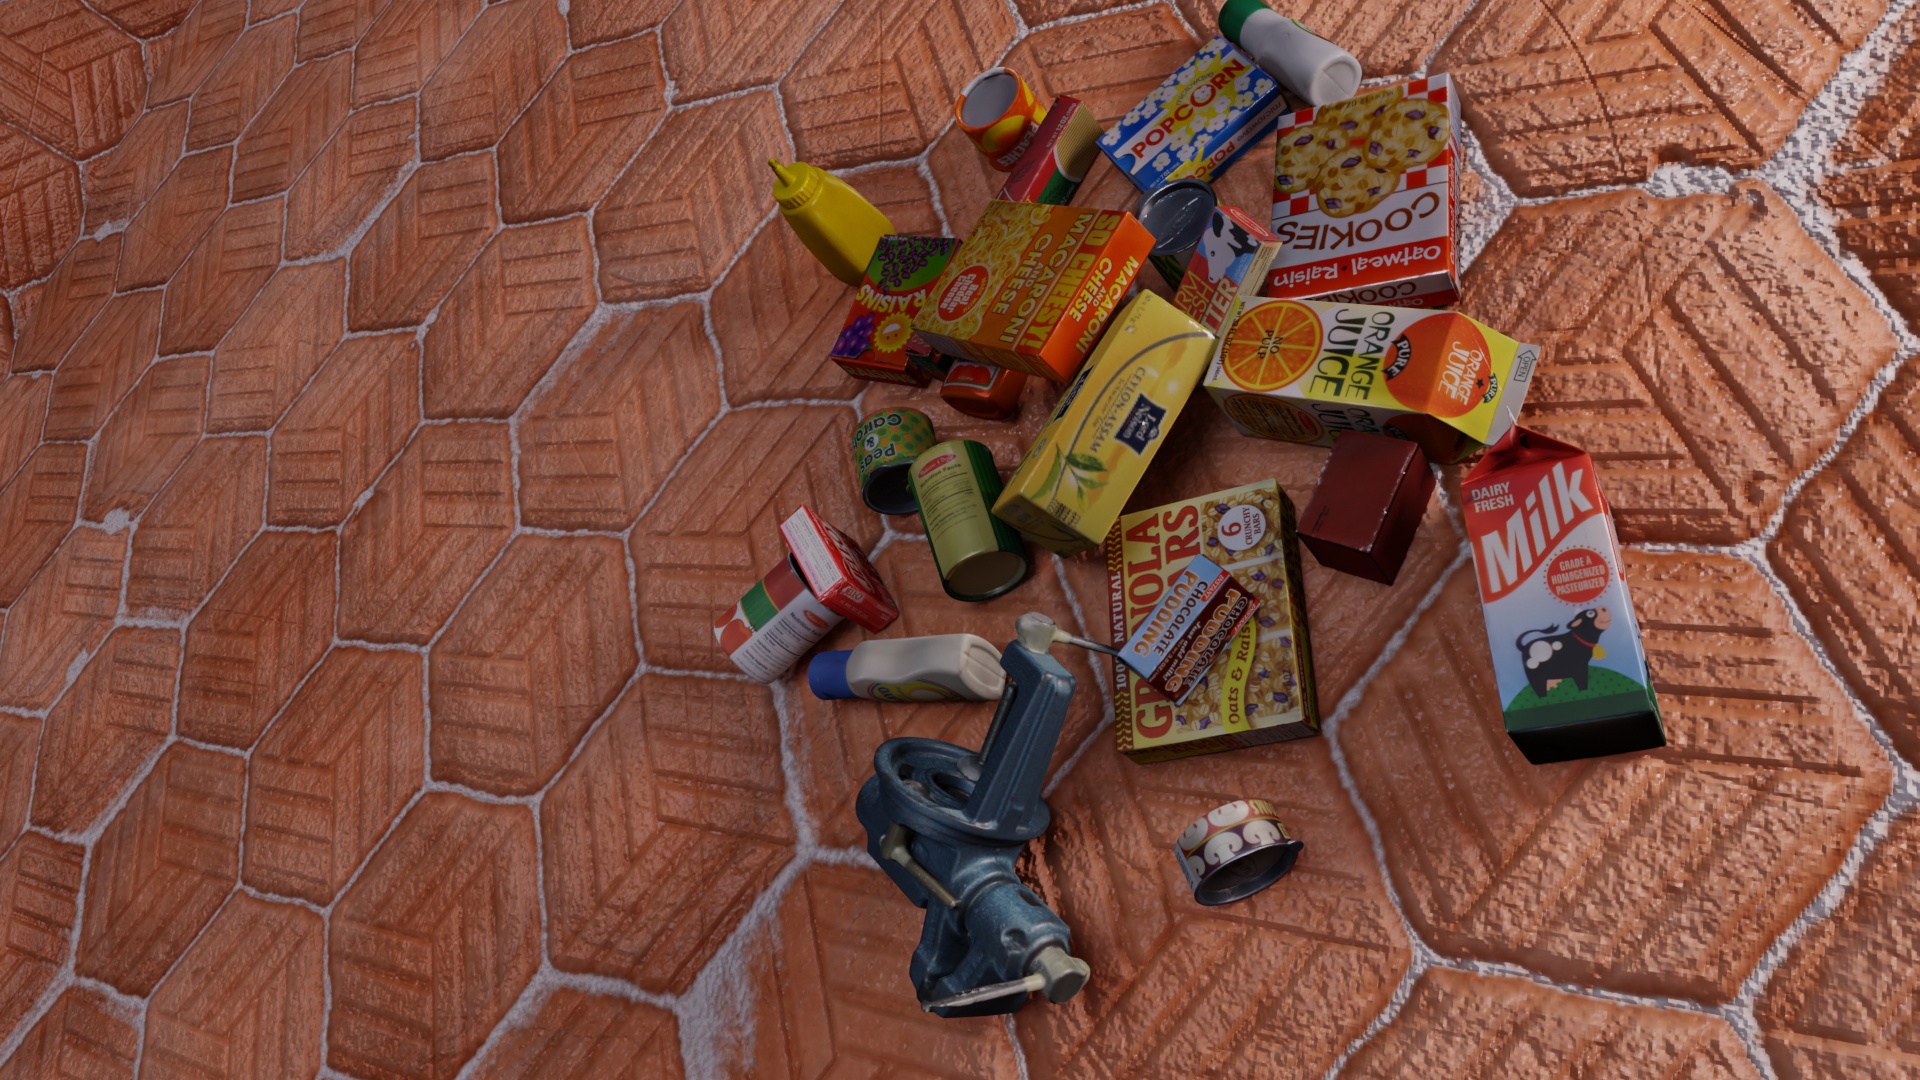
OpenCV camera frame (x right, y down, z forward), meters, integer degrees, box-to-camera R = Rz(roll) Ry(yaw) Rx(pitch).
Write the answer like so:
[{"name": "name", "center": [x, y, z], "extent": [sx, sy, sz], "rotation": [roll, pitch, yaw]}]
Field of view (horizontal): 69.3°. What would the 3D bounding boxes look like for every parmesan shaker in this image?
[{"name": "parmesan shaker", "center": [0.004, -0.013, 1.018], "extent": [0.071, 0.071, 0.103], "rotation": [-30, 54, 17]}]

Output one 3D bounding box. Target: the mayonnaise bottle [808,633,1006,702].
[{"name": "mayonnaise bottle", "center": [-0.043, 0.094, 0.997], "extent": [0.148, 0.064, 0.041], "rotation": [-7, 60, 35]}]

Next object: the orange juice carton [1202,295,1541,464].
[{"name": "orange juice carton", "center": [0.263, -0.102, 0.890], "extent": [0.193, 0.073, 0.072], "rotation": [12, 74, 36]}]

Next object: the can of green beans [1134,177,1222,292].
[{"name": "can of green beans", "center": [0.169, -0.223, 1.024], "extent": [0.071, 0.057, 0.071], "rotation": [-15, 59, 27]}]

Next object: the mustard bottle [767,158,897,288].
[{"name": "mustard bottle", "center": [-0.113, -0.275, 1.170], "extent": [0.049, 0.160, 0.065], "rotation": [4, 68, 36]}]

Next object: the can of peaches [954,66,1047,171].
[{"name": "can of peaches", "center": [0.037, -0.356, 1.180], "extent": [0.071, 0.058, 0.071], "rotation": [-15, 58, 26]}]

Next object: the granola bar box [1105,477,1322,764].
[{"name": "granola bar box", "center": [0.160, 0.053, 0.899], "extent": [0.124, 0.039, 0.166], "rotation": [-15, 59, 27]}]

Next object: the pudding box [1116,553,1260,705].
[{"name": "pudding box", "center": [0.140, 0.055, 0.851], "extent": [0.083, 0.049, 0.030], "rotation": [-51, 48, 1]}]

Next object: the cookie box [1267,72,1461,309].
[{"name": "cookie box", "center": [0.282, -0.233, 0.968], "extent": [0.123, 0.040, 0.168], "rotation": [-6, 62, 31]}]

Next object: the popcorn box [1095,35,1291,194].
[{"name": "popcorn box", "center": [0.181, -0.322, 1.081], "extent": [0.126, 0.038, 0.085], "rotation": [-40, 52, 9]}]

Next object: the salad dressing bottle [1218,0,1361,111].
[{"name": "salad dressing bottle", "center": [0.245, -0.374, 1.054], "extent": [0.044, 0.064, 0.148], "rotation": [-50, 41, 19]}]

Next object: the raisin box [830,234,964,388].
[{"name": "raisin box", "center": [-0.046, -0.193, 1.162], "extent": [0.086, 0.040, 0.123], "rotation": [13, 75, 36]}]

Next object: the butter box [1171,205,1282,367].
[{"name": "butter box", "center": [0.182, -0.178, 0.981], "extent": [0.053, 0.024, 0.103], "rotation": [52, 133, 38]}]

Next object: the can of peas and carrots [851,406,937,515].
[{"name": "can of peas and carrots", "center": [-0.050, -0.063, 1.075], "extent": [0.071, 0.071, 0.059], "rotation": [-27, 54, 19]}]

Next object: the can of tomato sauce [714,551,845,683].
[{"name": "can of tomato sauce", "center": [-0.139, 0.059, 1.075], "extent": [0.083, 0.071, 0.071], "rotation": [-42, 51, 9]}]

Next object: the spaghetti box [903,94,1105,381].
[{"name": "spaghetti box", "center": [0.038, -0.242, 1.125], "extent": [0.029, 0.050, 0.250], "rotation": [25, 82, 41]}]

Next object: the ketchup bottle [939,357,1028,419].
[{"name": "ketchup bottle", "center": [0.039, -0.169, 1.091], "extent": [0.065, 0.043, 0.149], "rotation": [11, 72, 43]}]

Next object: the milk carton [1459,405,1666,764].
[{"name": "milk carton", "center": [0.332, 0.021, 0.779], "extent": [0.073, 0.072, 0.191], "rotation": [-15, 60, 27]}]

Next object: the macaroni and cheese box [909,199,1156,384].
[{"name": "macaroni and cheese box", "center": [0.050, -0.187, 1.020], "extent": [0.166, 0.040, 0.124], "rotation": [24, 80, 53]}]

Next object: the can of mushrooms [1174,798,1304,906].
[{"name": "can of mushrooms", "center": [0.163, 0.181, 0.813], "extent": [0.071, 0.071, 0.033], "rotation": [-35, 51, 14]}]
